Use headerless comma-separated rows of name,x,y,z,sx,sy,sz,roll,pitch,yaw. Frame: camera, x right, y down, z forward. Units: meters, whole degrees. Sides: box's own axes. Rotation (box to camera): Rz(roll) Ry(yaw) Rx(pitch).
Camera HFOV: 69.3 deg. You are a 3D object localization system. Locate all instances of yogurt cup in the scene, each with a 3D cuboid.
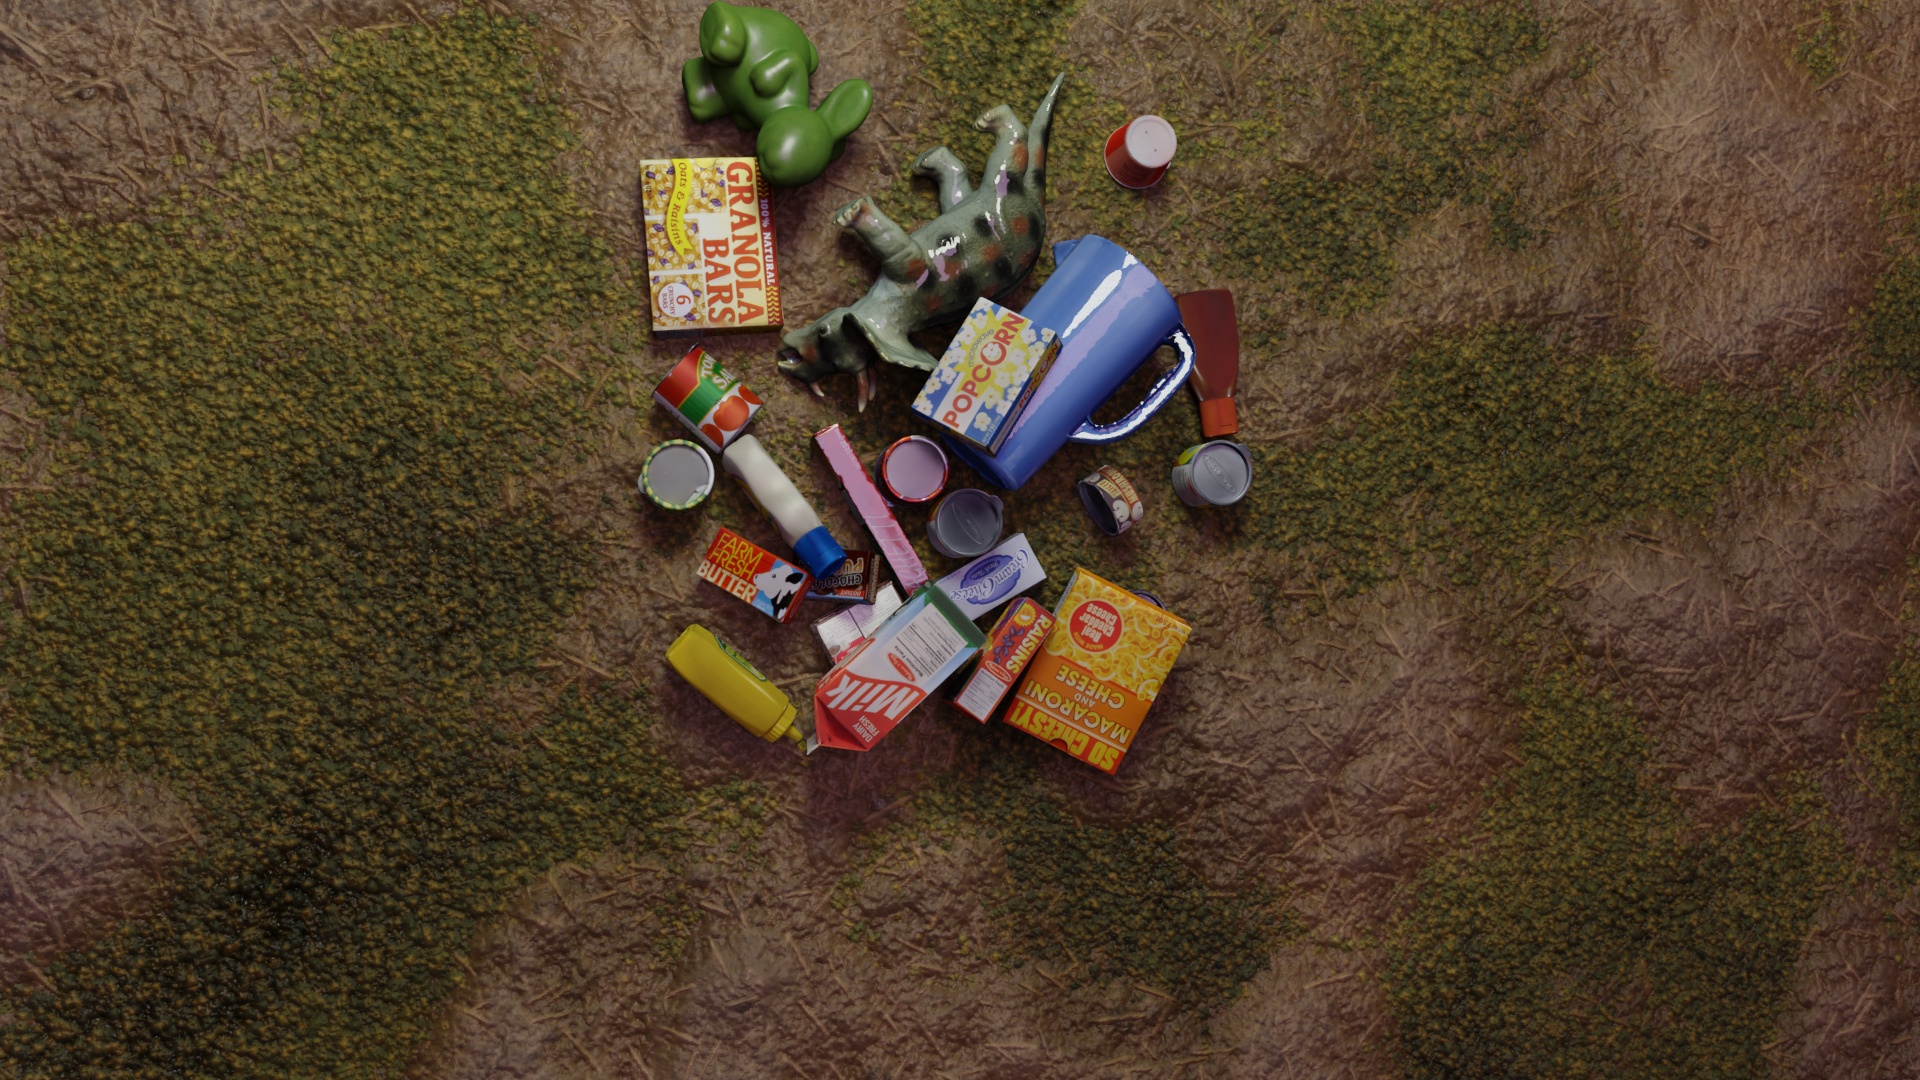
yogurt cup,0.186,-0.398,1.412,0.072,0.054,0.072,0,87,-11

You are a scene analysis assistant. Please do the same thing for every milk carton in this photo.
milk carton,-0.071,0.127,1.283,0.191,0.072,0.073,-43,95,-3

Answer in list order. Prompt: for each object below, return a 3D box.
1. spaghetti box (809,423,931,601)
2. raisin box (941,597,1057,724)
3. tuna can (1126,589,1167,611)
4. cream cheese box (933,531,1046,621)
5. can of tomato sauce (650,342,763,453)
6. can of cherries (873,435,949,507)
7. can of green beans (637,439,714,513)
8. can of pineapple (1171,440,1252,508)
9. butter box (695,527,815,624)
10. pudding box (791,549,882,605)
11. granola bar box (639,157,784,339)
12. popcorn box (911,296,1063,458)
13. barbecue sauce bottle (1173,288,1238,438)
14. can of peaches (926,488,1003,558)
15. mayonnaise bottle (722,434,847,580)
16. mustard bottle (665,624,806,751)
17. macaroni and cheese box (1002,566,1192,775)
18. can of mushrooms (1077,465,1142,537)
spaghetti box,-0.069,0.001,1.343,0.029,0.050,0.250,-32,94,-10
raisin box,0.036,0.115,1.340,0.040,0.086,0.123,37,81,-3
tuna can,0.173,0.085,1.396,0.071,0.033,0.071,1,87,-11
cream cheese box,0.028,0.039,1.374,0.104,0.024,0.053,-30,95,-11
can of tomato sauce,-0.236,-0.134,1.306,0.083,0.071,0.071,41,81,-8
can of cherries,-0.049,-0.064,1.346,0.071,0.058,0.071,1,87,-12
can of green beans,-0.265,-0.059,1.302,0.071,0.058,0.071,0,87,-11
can of pineapple,0.256,-0.067,1.408,0.071,0.058,0.071,0,88,-12
butter box,-0.194,0.033,1.308,0.103,0.024,0.053,27,84,17
pudding box,-0.120,0.034,1.319,0.083,0.030,0.050,3,78,23
granola bar box,-0.238,-0.281,1.328,0.124,0.039,0.165,-5,89,-12
popcorn box,0.025,-0.149,1.273,0.085,0.038,0.127,29,82,22
barbecue sauce bottle,0.256,-0.180,1.421,0.065,0.043,0.148,-9,90,-12
can of peaches,0.005,-0.017,1.355,0.071,0.058,0.071,1,87,-11
mayonnaise bottle,-0.164,-0.029,1.299,0.041,0.064,0.148,-36,76,-14
mustard bottle,-0.203,0.144,1.304,0.160,0.065,0.049,41,86,-13
macaroni and cheese box,0.132,0.128,1.356,0.124,0.040,0.166,27,96,-2
can of mushrooms,0.149,-0.041,1.379,0.033,0.071,0.071,-33,94,-12
